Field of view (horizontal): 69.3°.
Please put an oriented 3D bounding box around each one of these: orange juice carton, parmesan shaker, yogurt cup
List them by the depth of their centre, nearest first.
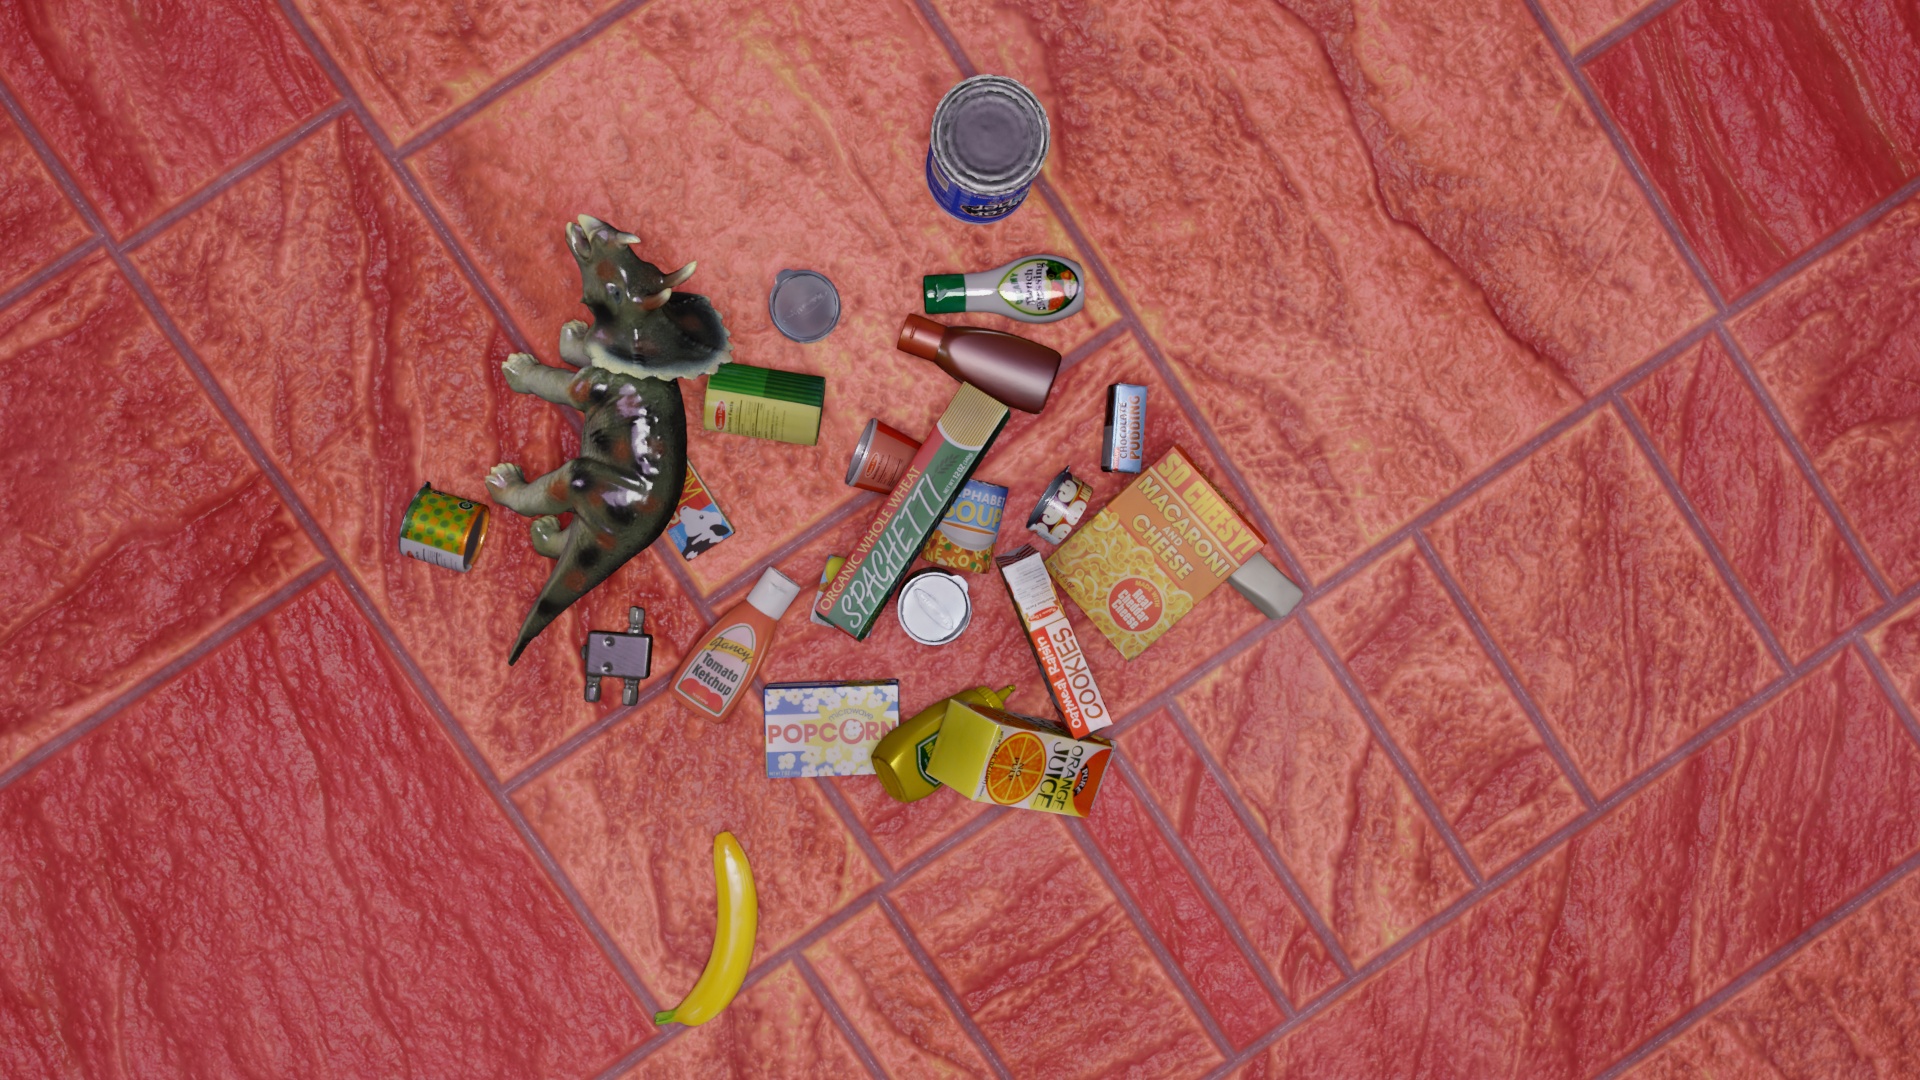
[{"bbox_3d":[0.069,0.204,1.273,0.193,0.073,0.071,18,92,-40],"label":"orange juice carton"},{"bbox_3d":[-0.179,-0.124,1.275,0.103,0.071,0.071,9,92,-5],"label":"parmesan shaker"},{"bbox_3d":[-0.069,-0.073,1.284,0.054,0.072,0.072,21,91,-12],"label":"yogurt cup"}]

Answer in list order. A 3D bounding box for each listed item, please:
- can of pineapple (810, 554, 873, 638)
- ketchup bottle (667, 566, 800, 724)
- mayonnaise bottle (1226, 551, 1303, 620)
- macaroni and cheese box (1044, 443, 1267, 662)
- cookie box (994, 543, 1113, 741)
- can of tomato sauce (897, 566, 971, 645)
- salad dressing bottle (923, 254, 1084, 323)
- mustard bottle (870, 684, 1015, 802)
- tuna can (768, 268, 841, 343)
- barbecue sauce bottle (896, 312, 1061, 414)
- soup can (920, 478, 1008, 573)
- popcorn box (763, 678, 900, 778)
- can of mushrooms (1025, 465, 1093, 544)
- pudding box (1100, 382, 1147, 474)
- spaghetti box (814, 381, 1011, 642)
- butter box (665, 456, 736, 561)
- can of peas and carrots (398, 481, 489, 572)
[{"bbox_3d":[-0.102,0.050,1.285,0.058,0.071,0.071,16,91,-4],"label":"can of pineapple"},{"bbox_3d":[-0.206,0.094,1.291,0.065,0.043,0.149,35,89,-4],"label":"ketchup bottle"},{"bbox_3d":[0.254,0.013,1.308,0.148,0.065,0.041,42,88,0],"label":"mayonnaise bottle"},{"bbox_3d":[0.178,0.011,1.278,0.166,0.040,0.124,-43,83,18],"label":"macaroni and cheese box"},{"bbox_3d":[0.082,0.090,1.268,0.040,0.123,0.167,-23,94,-1],"label":"cookie box"},{"bbox_3d":[-0.024,0.057,1.280,0.071,0.083,0.071,0,92,-4],"label":"can of tomato sauce"},{"bbox_3d":[0.040,-0.232,1.294,0.148,0.044,0.064,-4,93,-3],"label":"salad dressing bottle"},{"bbox_3d":[-0.007,0.176,1.287,0.161,0.049,0.065,-35,114,-26],"label":"mustard bottle"},{"bbox_3d":[-0.145,-0.218,1.288,0.071,0.033,0.071,0,92,-4],"label":"tuna can"},{"bbox_3d":[0.016,-0.170,1.295,0.148,0.043,0.065,20,91,-3],"label":"barbecue sauce bottle"},{"bbox_3d":[0.005,-0.016,1.285,0.071,0.071,0.083,13,92,-4],"label":"soup can"},{"bbox_3d":[-0.119,0.175,1.301,0.127,0.038,0.085,-1,92,-4],"label":"popcorn box"},{"bbox_3d":[0.094,-0.033,1.293,0.033,0.071,0.071,34,90,-5],"label":"can of mushrooms"},{"bbox_3d":[0.153,-0.105,1.302,0.030,0.049,0.083,4,92,-5],"label":"pudding box"},{"bbox_3d":[-0.042,-0.026,1.239,0.050,0.028,0.250,32,85,12],"label":"spaghetti box"},{"bbox_3d":[-0.259,-0.037,1.292,0.053,0.024,0.103,-32,94,-2],"label":"butter box"},{"bbox_3d":[-0.466,-0.012,1.260,0.059,0.071,0.071,17,91,-5],"label":"can of peas and carrots"}]
